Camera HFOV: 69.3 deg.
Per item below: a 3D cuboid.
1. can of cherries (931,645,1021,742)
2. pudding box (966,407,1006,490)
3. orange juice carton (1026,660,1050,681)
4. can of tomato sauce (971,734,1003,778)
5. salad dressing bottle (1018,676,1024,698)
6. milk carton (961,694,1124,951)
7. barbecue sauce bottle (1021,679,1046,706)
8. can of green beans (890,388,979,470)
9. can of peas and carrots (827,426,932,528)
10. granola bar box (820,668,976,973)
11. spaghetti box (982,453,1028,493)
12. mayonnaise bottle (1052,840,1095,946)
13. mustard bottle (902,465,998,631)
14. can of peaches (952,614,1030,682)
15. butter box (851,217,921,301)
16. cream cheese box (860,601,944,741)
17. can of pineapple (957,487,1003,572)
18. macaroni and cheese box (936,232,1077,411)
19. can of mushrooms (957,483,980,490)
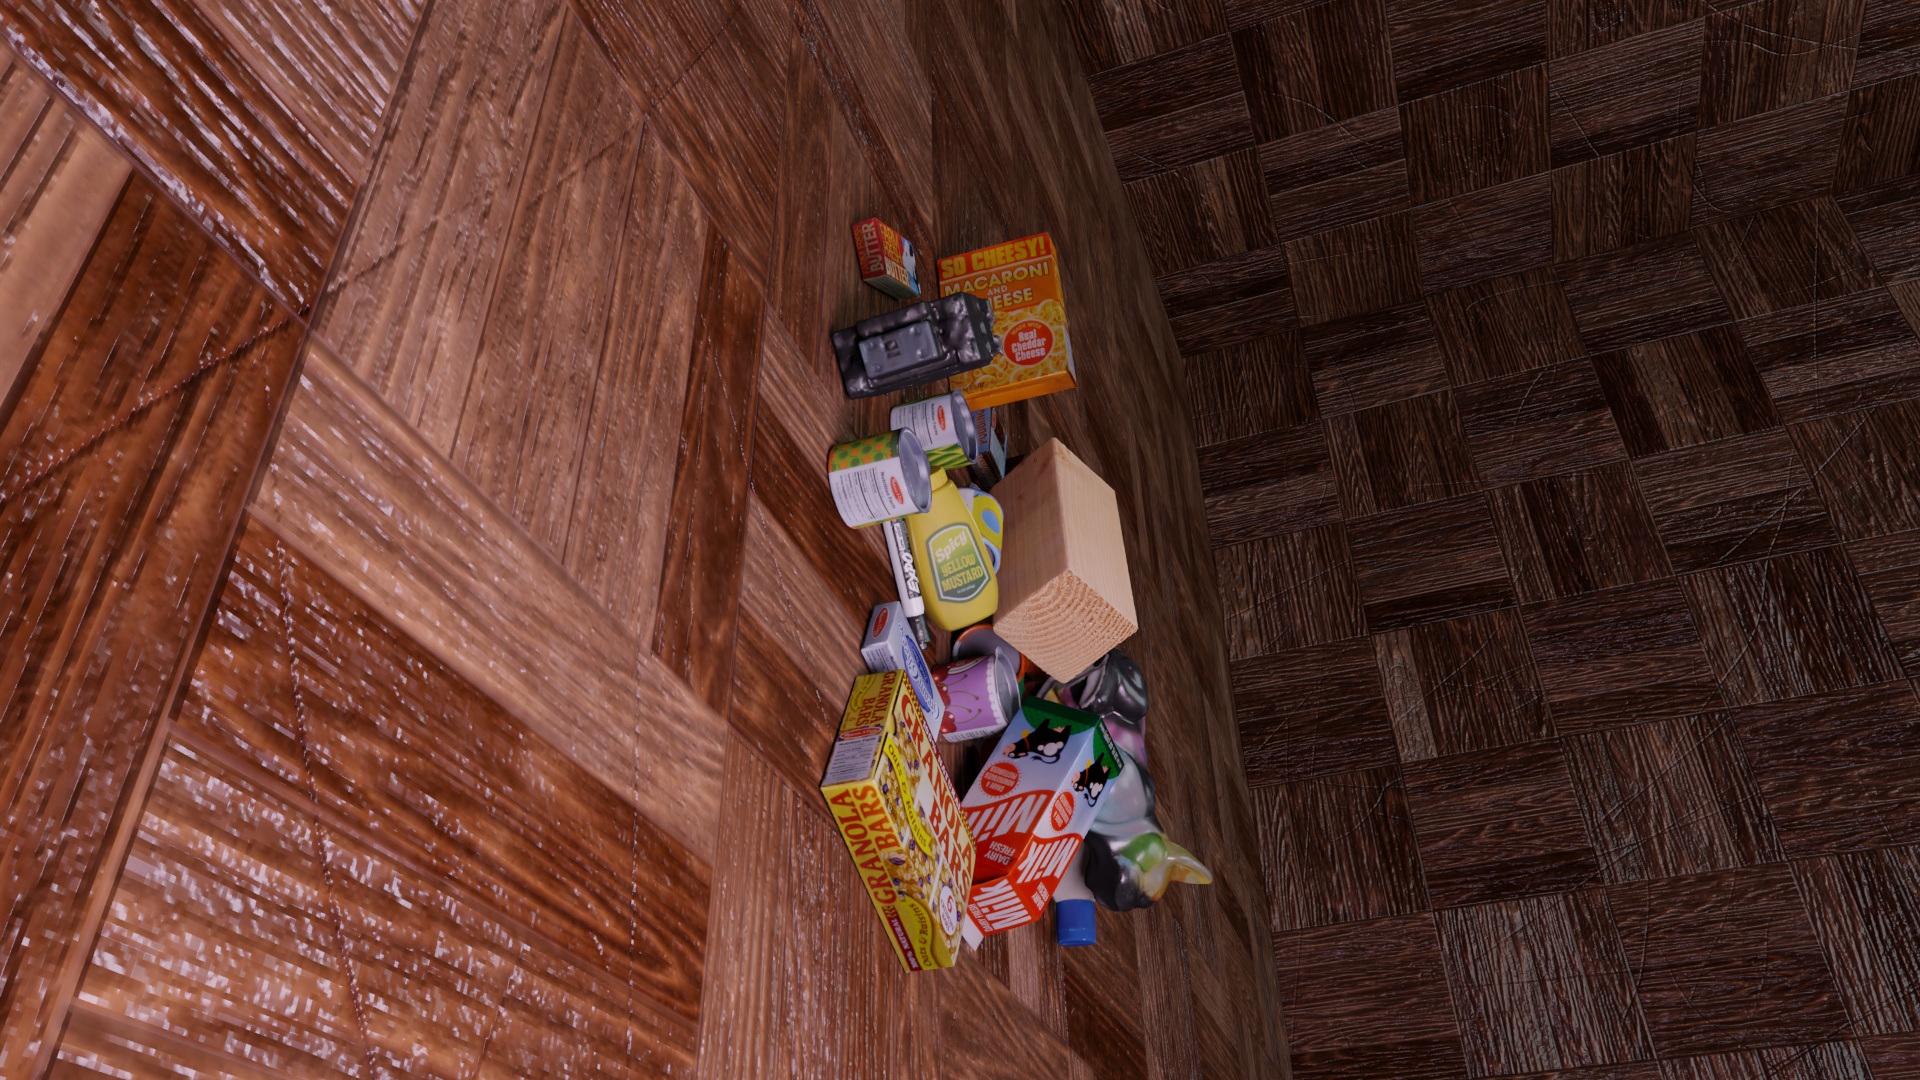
[{"bbox_3d":[0.012,0.126,1.143,0.071,0.058,0.071,-14,91,-74],"label":"can of cherries"},{"bbox_3d":[0.025,-0.096,1.422,0.084,0.030,0.049,-85,156,-48],"label":"pudding box"},{"bbox_3d":[0.101,0.072,1.421,0.073,0.072,0.192,-54,139,-69],"label":"orange juice carton"},{"bbox_3d":[0.046,0.210,1.182,0.071,0.071,0.083,38,41,-67],"label":"can of tomato sauce"},{"bbox_3d":[0.045,0.085,1.308,0.064,0.044,0.148,111,-11,-49],"label":"salad dressing bottle"},{"bbox_3d":[0.047,0.222,1.080,0.191,0.073,0.072,-56,139,-28],"label":"milk carton"},{"bbox_3d":[0.093,0.180,1.409,0.148,0.043,0.065,34,55,-68],"label":"barbecue sauce bottle"},{"bbox_3d":[-0.022,-0.092,1.198,0.071,0.058,0.071,-14,91,-75],"label":"can of green beans"},{"bbox_3d":[-0.059,-0.047,1.032,0.071,0.058,0.071,-14,91,-75],"label":"can of peas and carrots"},{"bbox_3d":[-0.037,0.190,0.952,0.125,0.039,0.165,-75,149,-60],"label":"granola bar box"},{"bbox_3d":[0.044,-0.037,1.440,0.251,0.028,0.050,-56,131,-69],"label":"spaghetti box"},{"bbox_3d":[0.108,0.309,1.328,0.041,0.065,0.148,65,22,-62],"label":"mayonnaise bottle"},{"bbox_3d":[-0.019,-0.008,1.126,0.049,0.065,0.159,18,-51,66],"label":"mustard bottle"},{"bbox_3d":[0.032,0.093,1.216,0.058,0.071,0.071,-52,127,-69],"label":"can of peaches"},{"bbox_3d":[-0.065,-0.249,1.241,0.103,0.024,0.053,4,74,-74],"label":"butter box"},{"bbox_3d":[-0.042,0.103,1.032,0.054,0.024,0.103,-75,148,-57],"label":"cream cheese box"},{"bbox_3d":[0.004,-0.002,1.201,0.058,0.071,0.070,-85,157,-46],"label":"can of pineapple"},{"bbox_3d":[0.045,-0.222,1.420,0.040,0.123,0.167,53,28,-63],"label":"macaroni and cheese box"},{"bbox_3d":[0.005,-0.016,1.277,0.071,0.033,0.071,-15,91,-75],"label":"can of mushrooms"}]
